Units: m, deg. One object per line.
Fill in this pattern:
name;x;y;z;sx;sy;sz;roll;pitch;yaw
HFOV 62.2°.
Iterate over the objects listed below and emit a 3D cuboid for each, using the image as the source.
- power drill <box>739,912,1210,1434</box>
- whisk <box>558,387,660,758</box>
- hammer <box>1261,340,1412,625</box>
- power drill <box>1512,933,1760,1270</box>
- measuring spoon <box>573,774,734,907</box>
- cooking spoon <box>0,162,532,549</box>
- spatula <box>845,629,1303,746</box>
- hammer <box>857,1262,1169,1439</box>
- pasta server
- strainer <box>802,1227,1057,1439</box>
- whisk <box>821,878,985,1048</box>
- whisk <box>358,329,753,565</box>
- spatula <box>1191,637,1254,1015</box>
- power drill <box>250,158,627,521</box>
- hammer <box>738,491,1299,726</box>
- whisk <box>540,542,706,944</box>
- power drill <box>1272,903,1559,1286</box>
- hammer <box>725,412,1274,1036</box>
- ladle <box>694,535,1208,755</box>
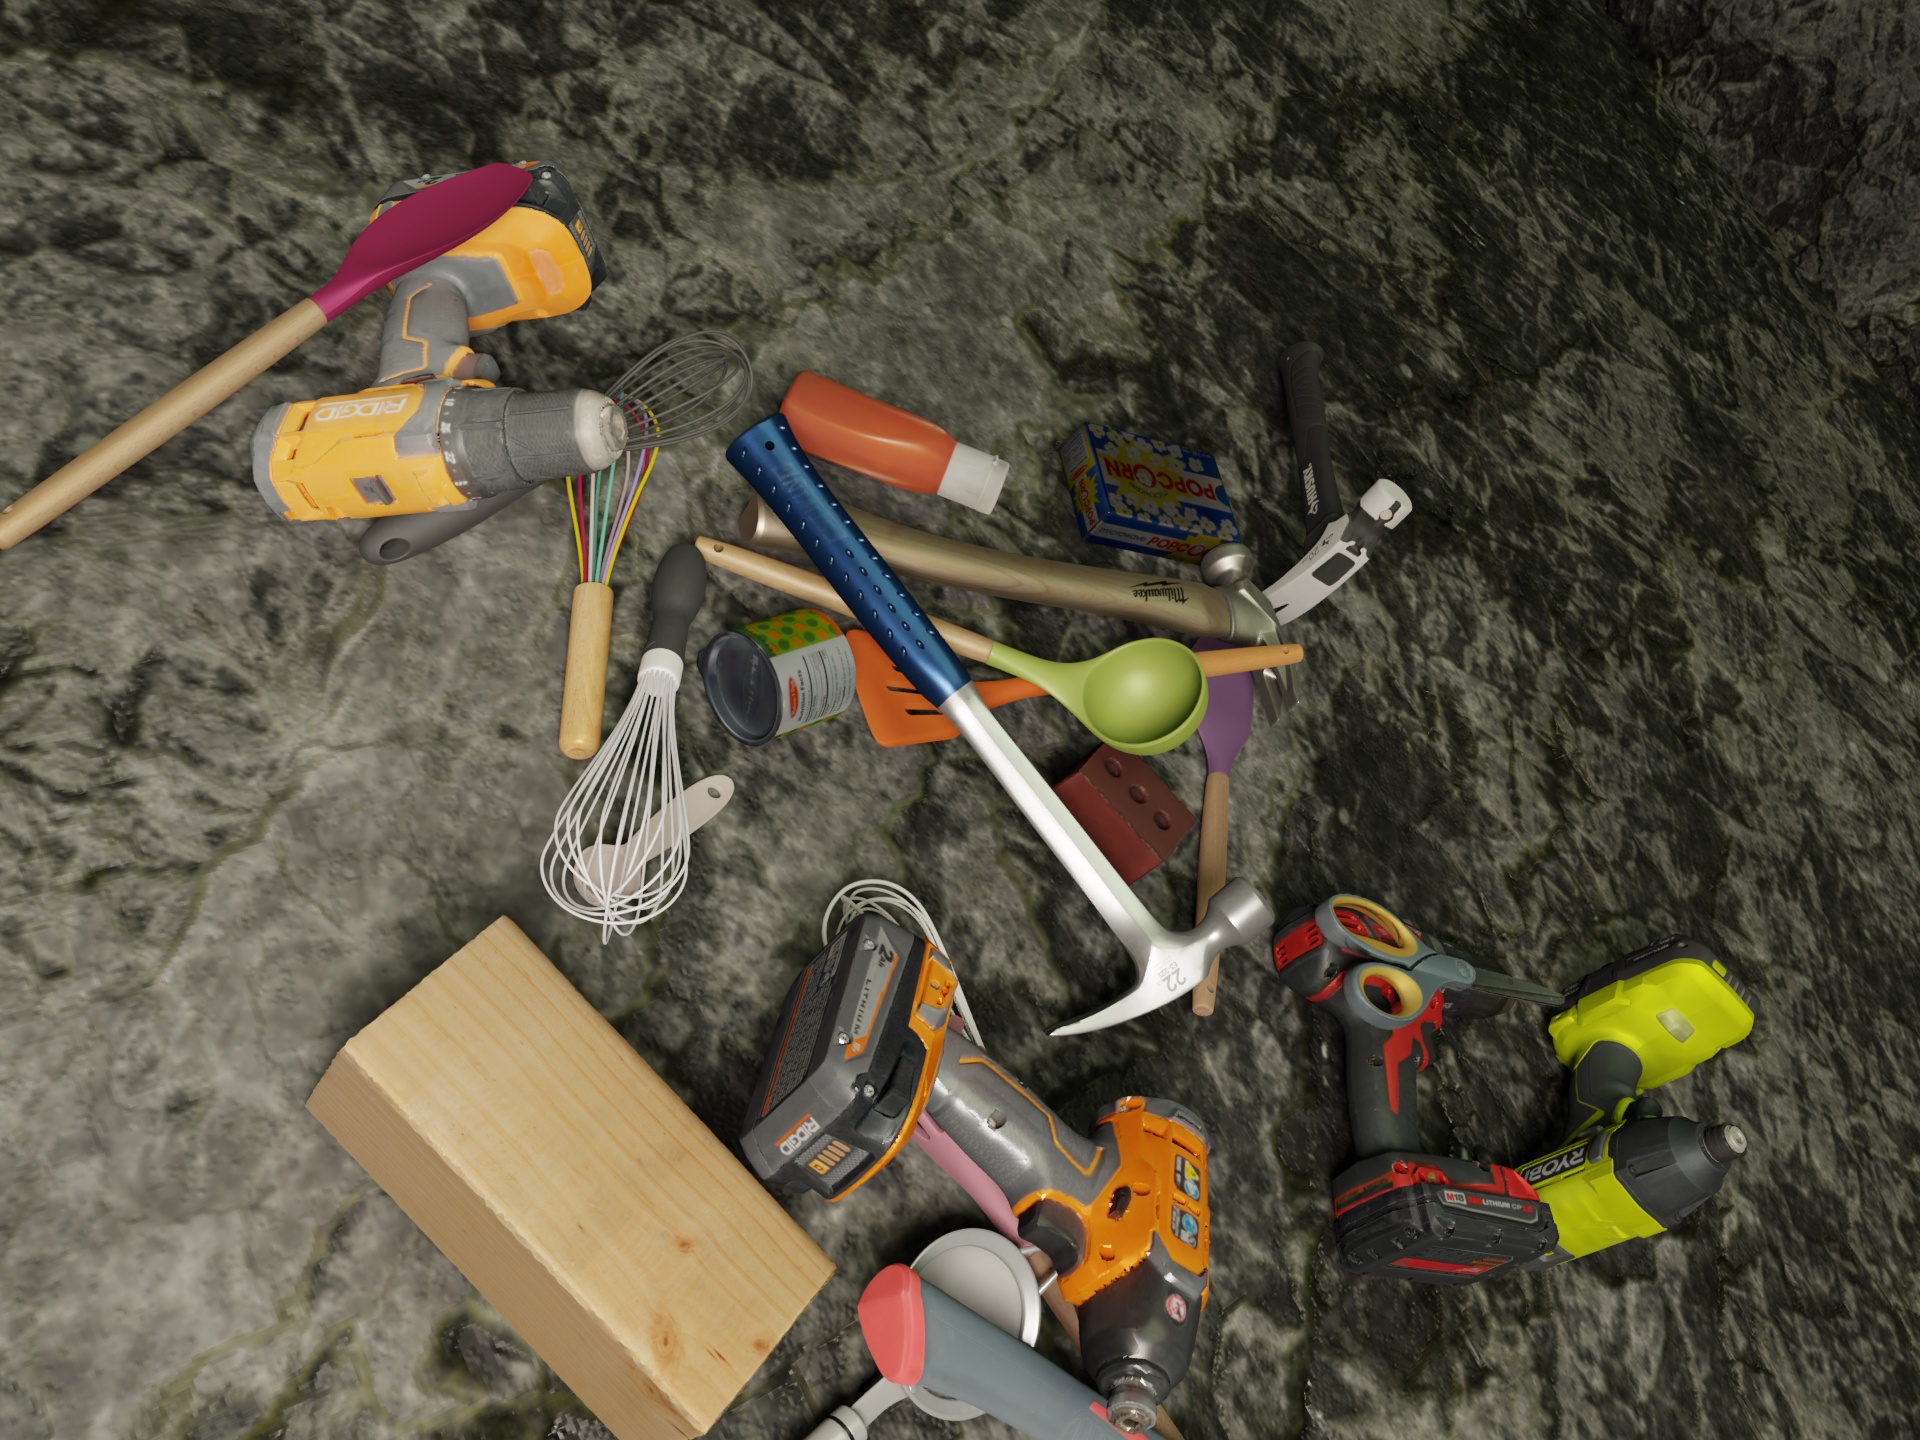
power drill;0.019;0.204;0.712;0.226;0.084;0.164;35;31;-14
whisk;-0.198;-0.090;0.883;0.047;0.051;0.245;19;54;-32
hammer;0.279;-0.210;1.272;0.035;0.146;0.335;29;36;-17
power drill;0.437;0.243;1.025;0.080;0.171;0.223;46;42;-1
measuring spoon;-0.158;0.062;0.830;0.034;0.018;0.124;45;38;3
cooking spoon;-0.338;-0.187;0.784;0.069;0.017;0.319;29;62;33
spatula;0.082;-0.031;1.013;0.322;0.041;0.081;-7;64;-21
hammer;0.110;0.355;0.764;0.386;0.038;0.143;40;45;-18
pasta server;0.054;0.286;0.804;0.316;0.060;0.040;55;29;0
strainer;-0.047;0.311;0.714;0.258;0.050;0.087;-30;100;-40
whisk;0.011;0.188;0.842;0.059;0.058;0.246;-36;88;-21
whisk;-0.214;-0.145;0.859;0.239;0.055;0.055;-32;81;-19
spatula;0.169;0.058;1.062;0.059;0.018;0.316;26;47;-17
power drill;-0.250;-0.199;0.837;0.185;0.084;0.226;-4;51;12
hammer;0.050;-0.087;1.055;0.410;0.038;0.146;8;51;-30
whisk;-0.160;-0.004;0.826;0.070;0.070;0.285;24;39;-21
power drill;0.297;0.229;0.999;0.187;0.080;0.227;16;49;-27
hammer;-0.001;-0.003;0.908;0.144;0.035;0.405;-37;86;-6
ladle;-0.004;-0.055;0.949;0.320;0.062;0.078;20;63;-7
